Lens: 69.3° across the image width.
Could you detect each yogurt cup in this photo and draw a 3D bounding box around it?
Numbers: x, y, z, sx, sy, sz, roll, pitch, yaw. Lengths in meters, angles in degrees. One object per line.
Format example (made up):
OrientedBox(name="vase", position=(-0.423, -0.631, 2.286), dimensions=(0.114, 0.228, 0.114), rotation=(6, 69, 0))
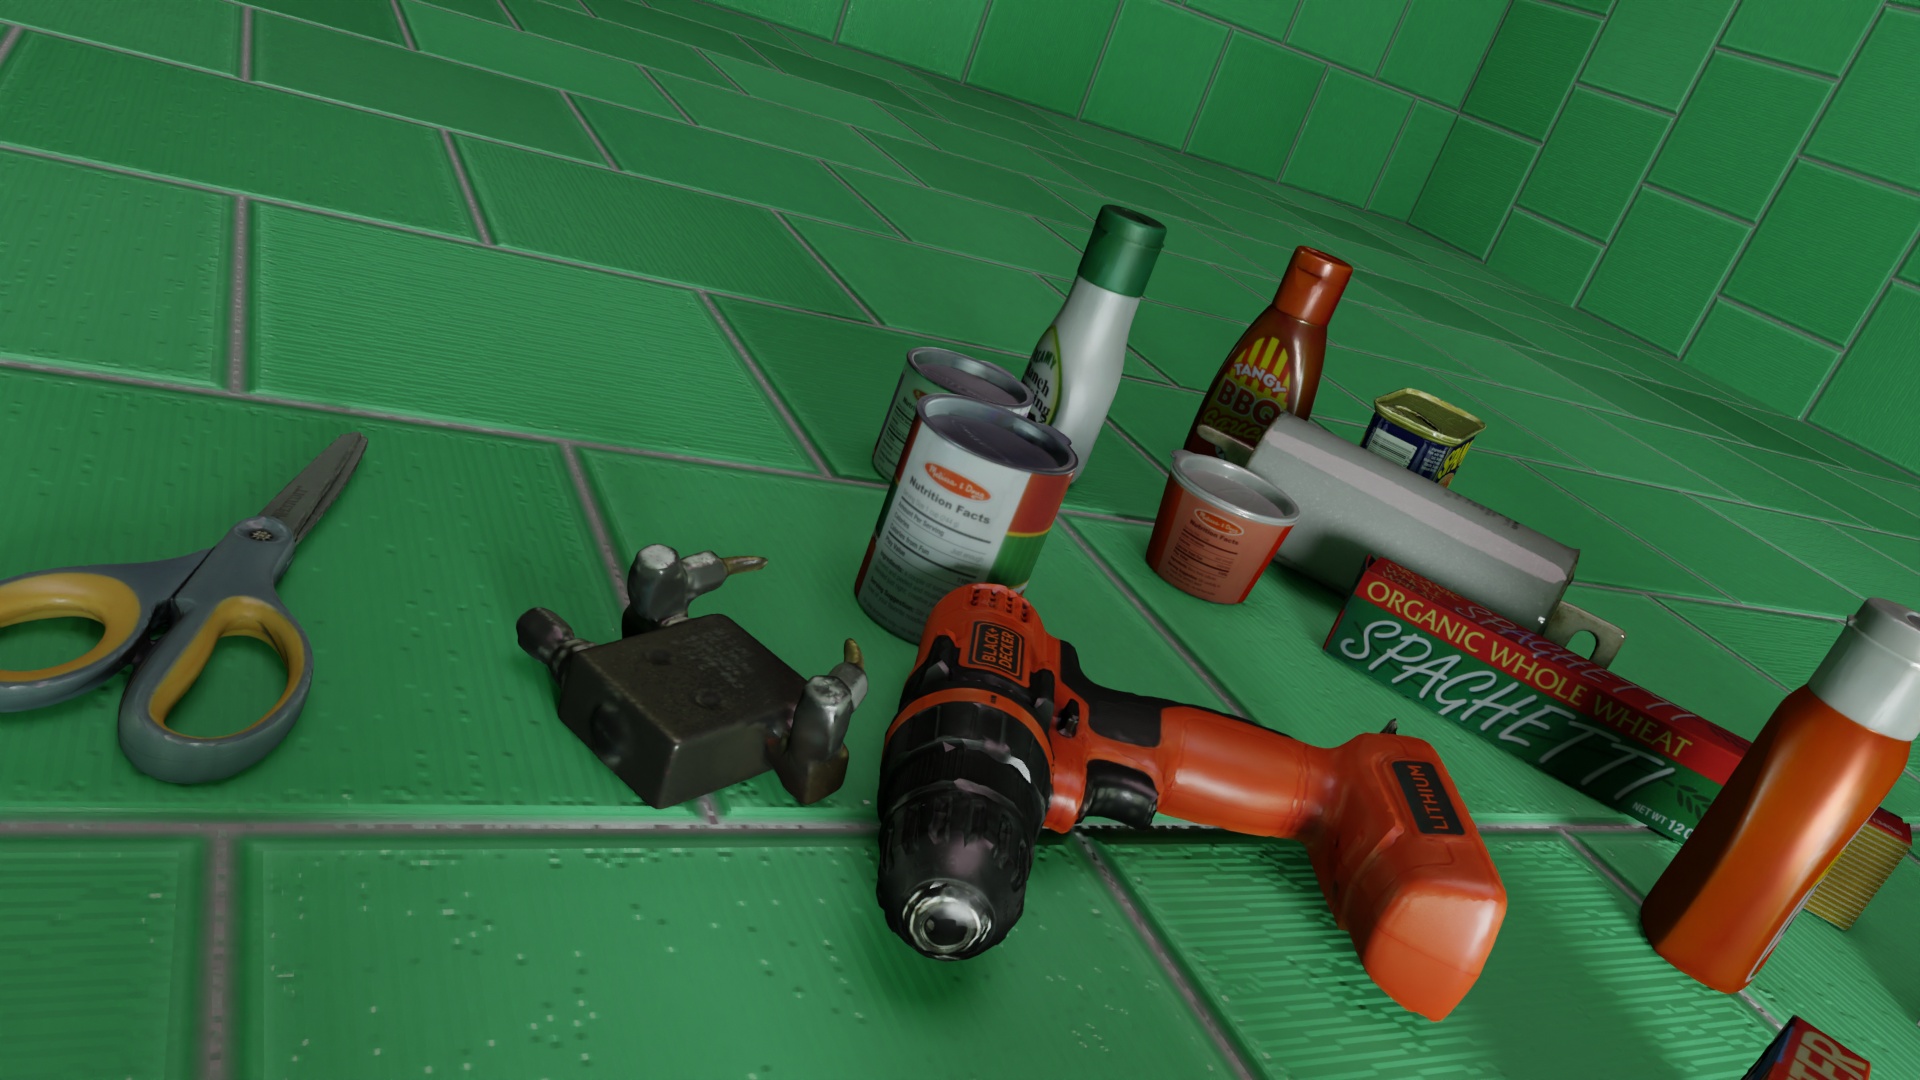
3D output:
OrientedBox(name="yogurt cup", position=(0.127, -0.004, 0.691), dimensions=(0.072, 0.053, 0.073), rotation=(18, 23, -8))

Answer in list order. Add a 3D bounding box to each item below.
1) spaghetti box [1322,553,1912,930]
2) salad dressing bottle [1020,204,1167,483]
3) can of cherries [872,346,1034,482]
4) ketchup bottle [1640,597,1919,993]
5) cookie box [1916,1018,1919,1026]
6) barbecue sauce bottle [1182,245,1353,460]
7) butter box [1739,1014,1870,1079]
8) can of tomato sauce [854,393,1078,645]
OrientedBox(name="spaghetti box", position=(0.288, 0.086, 0.630), dimensions=(0.250, 0.050, 0.029), rotation=(29, 24, 19))
OrientedBox(name="salad dressing bottle", position=(0.065, -0.103, 0.737), dimensions=(0.044, 0.147, 0.064), rotation=(11, 24, -23))
OrientedBox(name="can of cherries", position=(-0.003, -0.056, 0.689), dimensions=(0.071, 0.058, 0.072), rotation=(18, 23, -8))
OrientedBox(name="ketchup bottle", position=(0.305, 0.092, 0.505), dimensions=(0.043, 0.148, 0.065), rotation=(31, 24, 23))
OrientedBox(name="cookie box", position=(0.435, 0.147, 0.467), dimensions=(0.040, 0.166, 0.123), rotation=(8, 26, -30))
OrientedBox(name="barbecue sauce bottle", position=(0.192, -0.104, 0.848), dimensions=(0.065, 0.148, 0.044), rotation=(32, 25, 26))
OrientedBox(name="butter box", position=(0.212, 0.171, 0.370), dimensions=(0.024, 0.053, 0.104), rotation=(34, 26, 30))
OrientedBox(name="can of tomato sauce", position=(0.002, -0.007, 0.551), dimensions=(0.071, 0.082, 0.071), rotation=(18, 22, -8))
